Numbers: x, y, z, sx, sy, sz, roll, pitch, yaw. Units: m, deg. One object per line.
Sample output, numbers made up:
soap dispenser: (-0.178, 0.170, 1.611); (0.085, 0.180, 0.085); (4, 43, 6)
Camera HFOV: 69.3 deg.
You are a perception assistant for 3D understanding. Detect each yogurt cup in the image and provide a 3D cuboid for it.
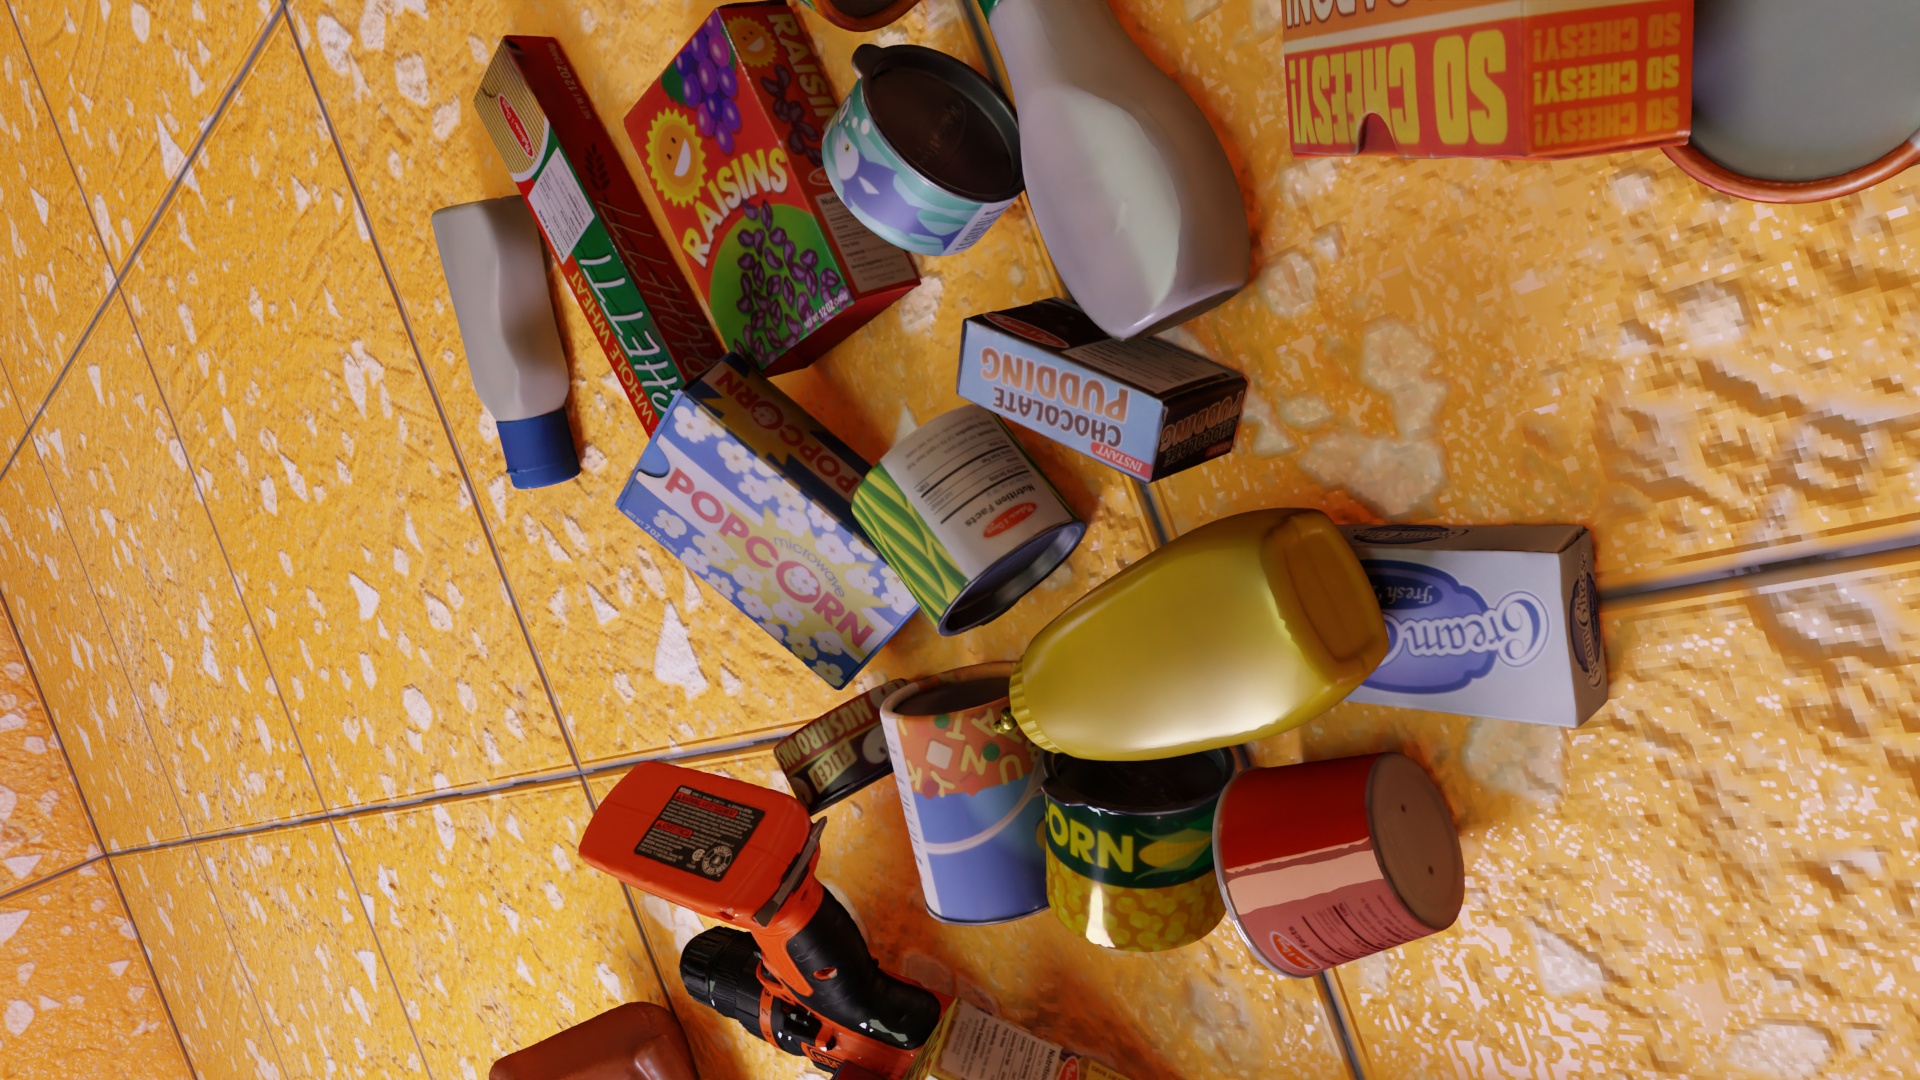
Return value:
yogurt cup: (0.120, 0.099, 0.436); (0.053, 0.073, 0.072); (-26, 87, 39)

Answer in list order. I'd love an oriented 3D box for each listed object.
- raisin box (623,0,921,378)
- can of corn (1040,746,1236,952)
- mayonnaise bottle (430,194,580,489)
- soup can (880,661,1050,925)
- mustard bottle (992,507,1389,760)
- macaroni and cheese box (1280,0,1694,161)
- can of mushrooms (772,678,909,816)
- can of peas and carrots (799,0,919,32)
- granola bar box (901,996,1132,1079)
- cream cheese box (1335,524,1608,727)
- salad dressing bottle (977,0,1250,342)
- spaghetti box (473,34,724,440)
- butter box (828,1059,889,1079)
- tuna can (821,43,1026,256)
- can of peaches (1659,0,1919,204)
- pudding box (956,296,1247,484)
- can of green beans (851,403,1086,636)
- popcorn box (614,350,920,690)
raisin box: (-0.077, -0.137, 0.553); (0.086, 0.040, 0.123); (-27, 88, 48)
can of corn: (0.061, 0.103, 0.490); (0.071, 0.071, 0.058); (17, 119, 40)
mayonnaise bottle: (-0.233, -0.102, 0.724); (0.065, 0.041, 0.147); (6, 112, 45)
soup can: (0.012, 0.096, 0.543); (0.071, 0.071, 0.083); (-3, 104, 46)
mustard bottle: (0.059, 0.039, 0.446); (0.159, 0.049, 0.065); (-28, 84, 51)
macaroni and cheese box: (0.107, -0.170, 0.307); (0.124, 0.040, 0.166); (-121, 23, -73)
can of mushrooms: (-0.045, 0.088, 0.591); (0.070, 0.071, 0.033); (-38, 77, 46)
can of peas and carrots: (-0.044, -0.212, 0.468); (0.059, 0.071, 0.070); (41, 131, 25)
granola bar box: (0.021, 0.275, 0.587); (0.124, 0.039, 0.164); (26, 129, 1)
cream cheese box: (0.136, 0.023, 0.416); (0.103, 0.024, 0.053); (1, 108, 45)
salad dressing bottle: (0.040, -0.137, 0.433); (0.064, 0.044, 0.147); (-26, 86, 48)
spaghetti box: (-0.155, -0.117, 0.647); (0.050, 0.029, 0.250); (-36, 80, 47)
butter box: (-0.060, 0.272, 0.631); (0.024, 0.053, 0.103); (28, 149, 3)
tuna can: (-0.013, -0.132, 0.468); (0.071, 0.071, 0.032); (58, 137, 10)
can of peaches: (0.181, -0.106, 0.291); (0.071, 0.058, 0.071); (20, 120, 38)
pudding box: (0.045, -0.052, 0.457); (0.084, 0.050, 0.030); (29, 124, 33)
can of green beans: (0.002, -0.008, 0.507); (0.058, 0.071, 0.071); (53, 136, 16)
popcorn box: (-0.071, -0.006, 0.573); (0.126, 0.038, 0.084); (40, 136, -2)
